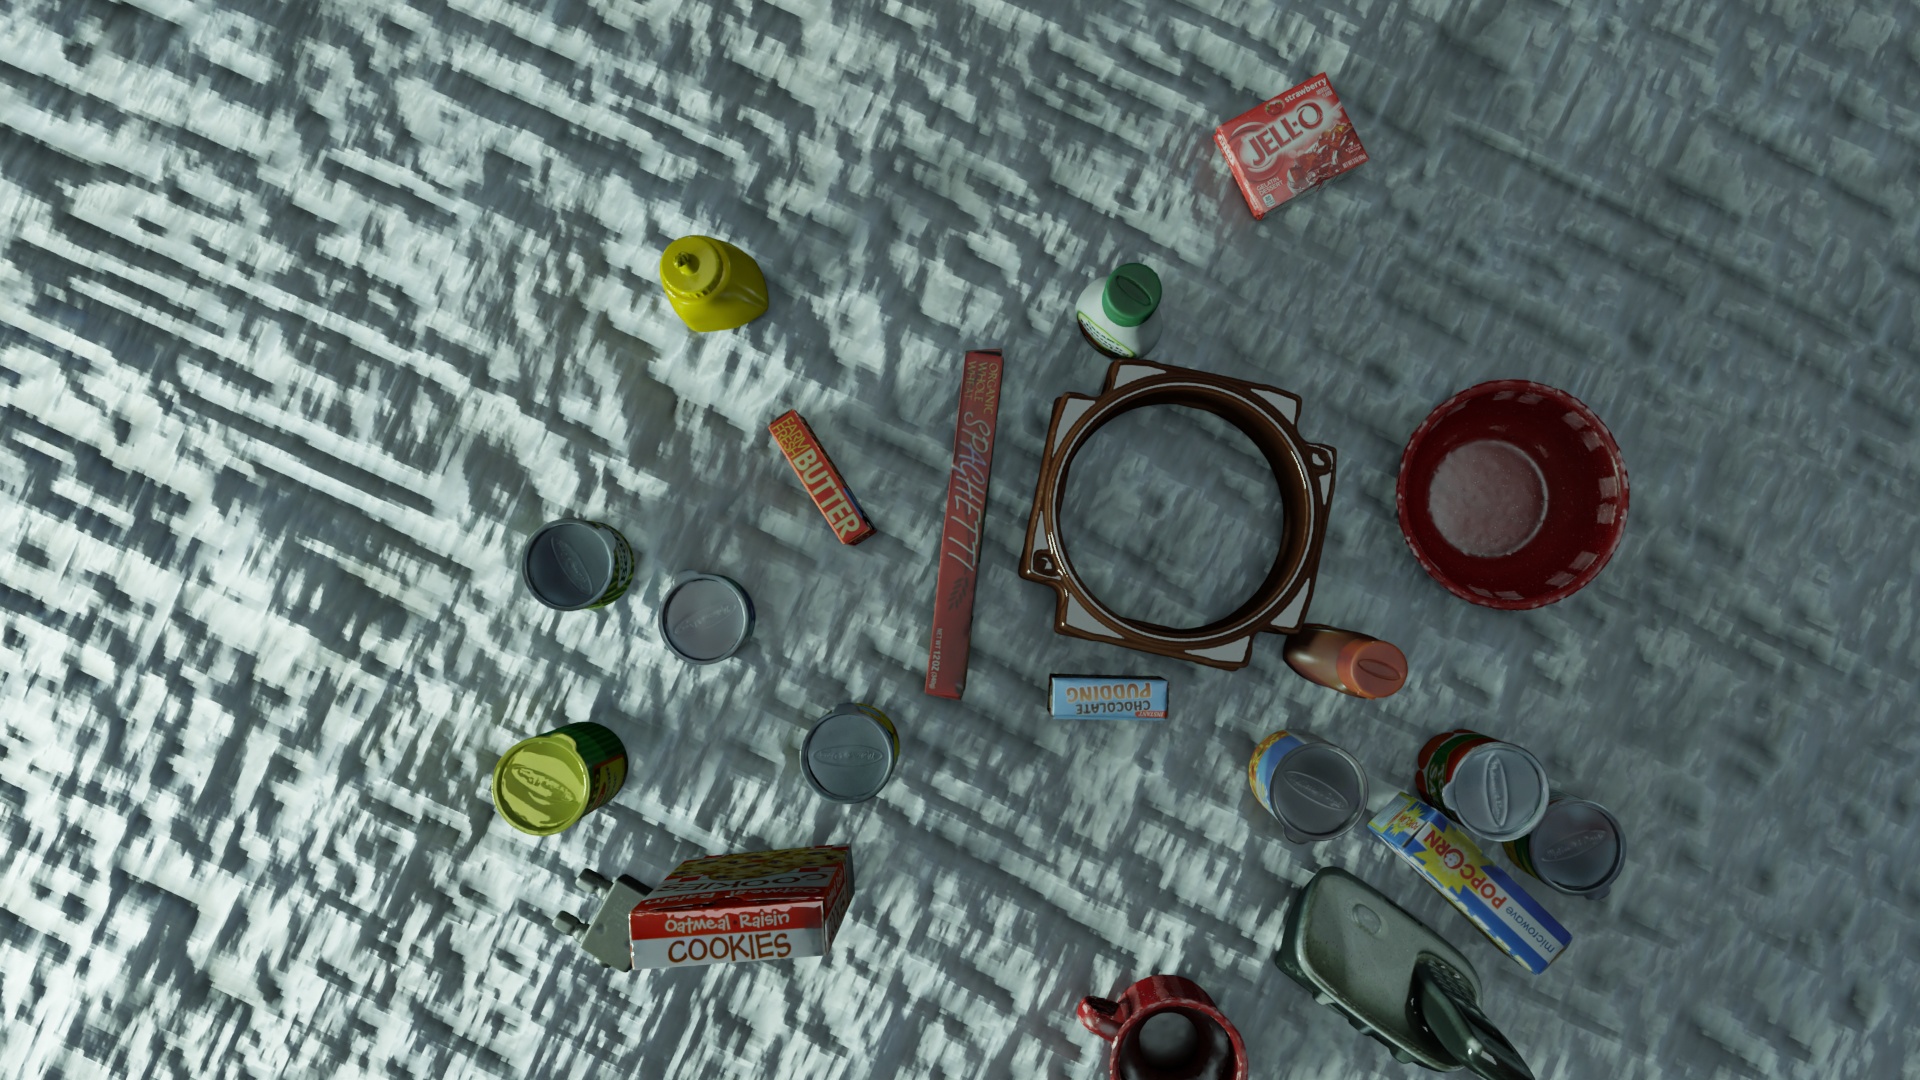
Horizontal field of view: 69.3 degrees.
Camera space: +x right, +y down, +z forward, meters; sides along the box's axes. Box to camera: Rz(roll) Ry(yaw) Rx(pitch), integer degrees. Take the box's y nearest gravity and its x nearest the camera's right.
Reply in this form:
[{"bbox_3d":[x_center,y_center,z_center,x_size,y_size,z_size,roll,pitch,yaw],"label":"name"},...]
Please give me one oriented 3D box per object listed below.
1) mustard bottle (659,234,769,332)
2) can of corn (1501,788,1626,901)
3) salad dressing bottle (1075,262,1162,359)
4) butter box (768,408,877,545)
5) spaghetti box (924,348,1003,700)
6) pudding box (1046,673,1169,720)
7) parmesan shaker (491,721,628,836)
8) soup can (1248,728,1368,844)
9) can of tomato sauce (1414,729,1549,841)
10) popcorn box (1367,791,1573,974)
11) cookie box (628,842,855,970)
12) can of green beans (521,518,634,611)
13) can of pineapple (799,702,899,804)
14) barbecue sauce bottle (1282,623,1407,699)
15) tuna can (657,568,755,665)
[{"bbox_3d":[-0.174,-0.180,0.954,0.065,0.160,0.049,-18,88,1],"label":"mustard bottle"},{"bbox_3d":[0.424,0.213,0.979,0.071,0.058,0.071,0,89,1],"label":"can of corn"},{"bbox_3d":[0.112,-0.158,0.953,0.064,0.147,0.044,39,90,2],"label":"salad dressing bottle"},{"bbox_3d":[-0.099,-0.044,1.001,0.024,0.053,0.103,-33,88,1],"label":"butter box"},{"bbox_3d":[0.004,-0.013,0.999,0.029,0.050,0.250,7,88,2],"label":"spaghetti box"},{"bbox_3d":[0.105,0.112,0.993,0.084,0.049,0.030,1,89,1],"label":"pudding box"},{"bbox_3d":[-0.276,0.162,0.974,0.071,0.103,0.071,0,89,1],"label":"parmesan shaker"},{"bbox_3d":[0.240,0.171,0.971,0.071,0.084,0.071,0,89,1],"label":"soup can"},{"bbox_3d":[0.360,0.169,0.969,0.071,0.083,0.071,0,89,1],"label":"can of tomato sauce"},{"bbox_3d":[0.352,0.236,0.966,0.127,0.085,0.038,43,90,2],"label":"popcorn box"},{"bbox_3d":[-0.141,0.243,0.936,0.123,0.167,0.040,-5,89,1],"label":"cookie box"},{"bbox_3d":[-0.274,0.018,1.001,0.071,0.058,0.071,0,89,1],"label":"can of green beans"},{"bbox_3d":[-0.077,0.149,0.992,0.071,0.058,0.071,0,89,1],"label":"can of pineapple"},{"bbox_3d":[0.264,0.083,0.941,0.065,0.148,0.043,20,89,2],"label":"barbecue sauce bottle"},{"bbox_3d":[-0.185,0.054,1.010,0.071,0.033,0.071,0,88,1],"label":"tuna can"}]
